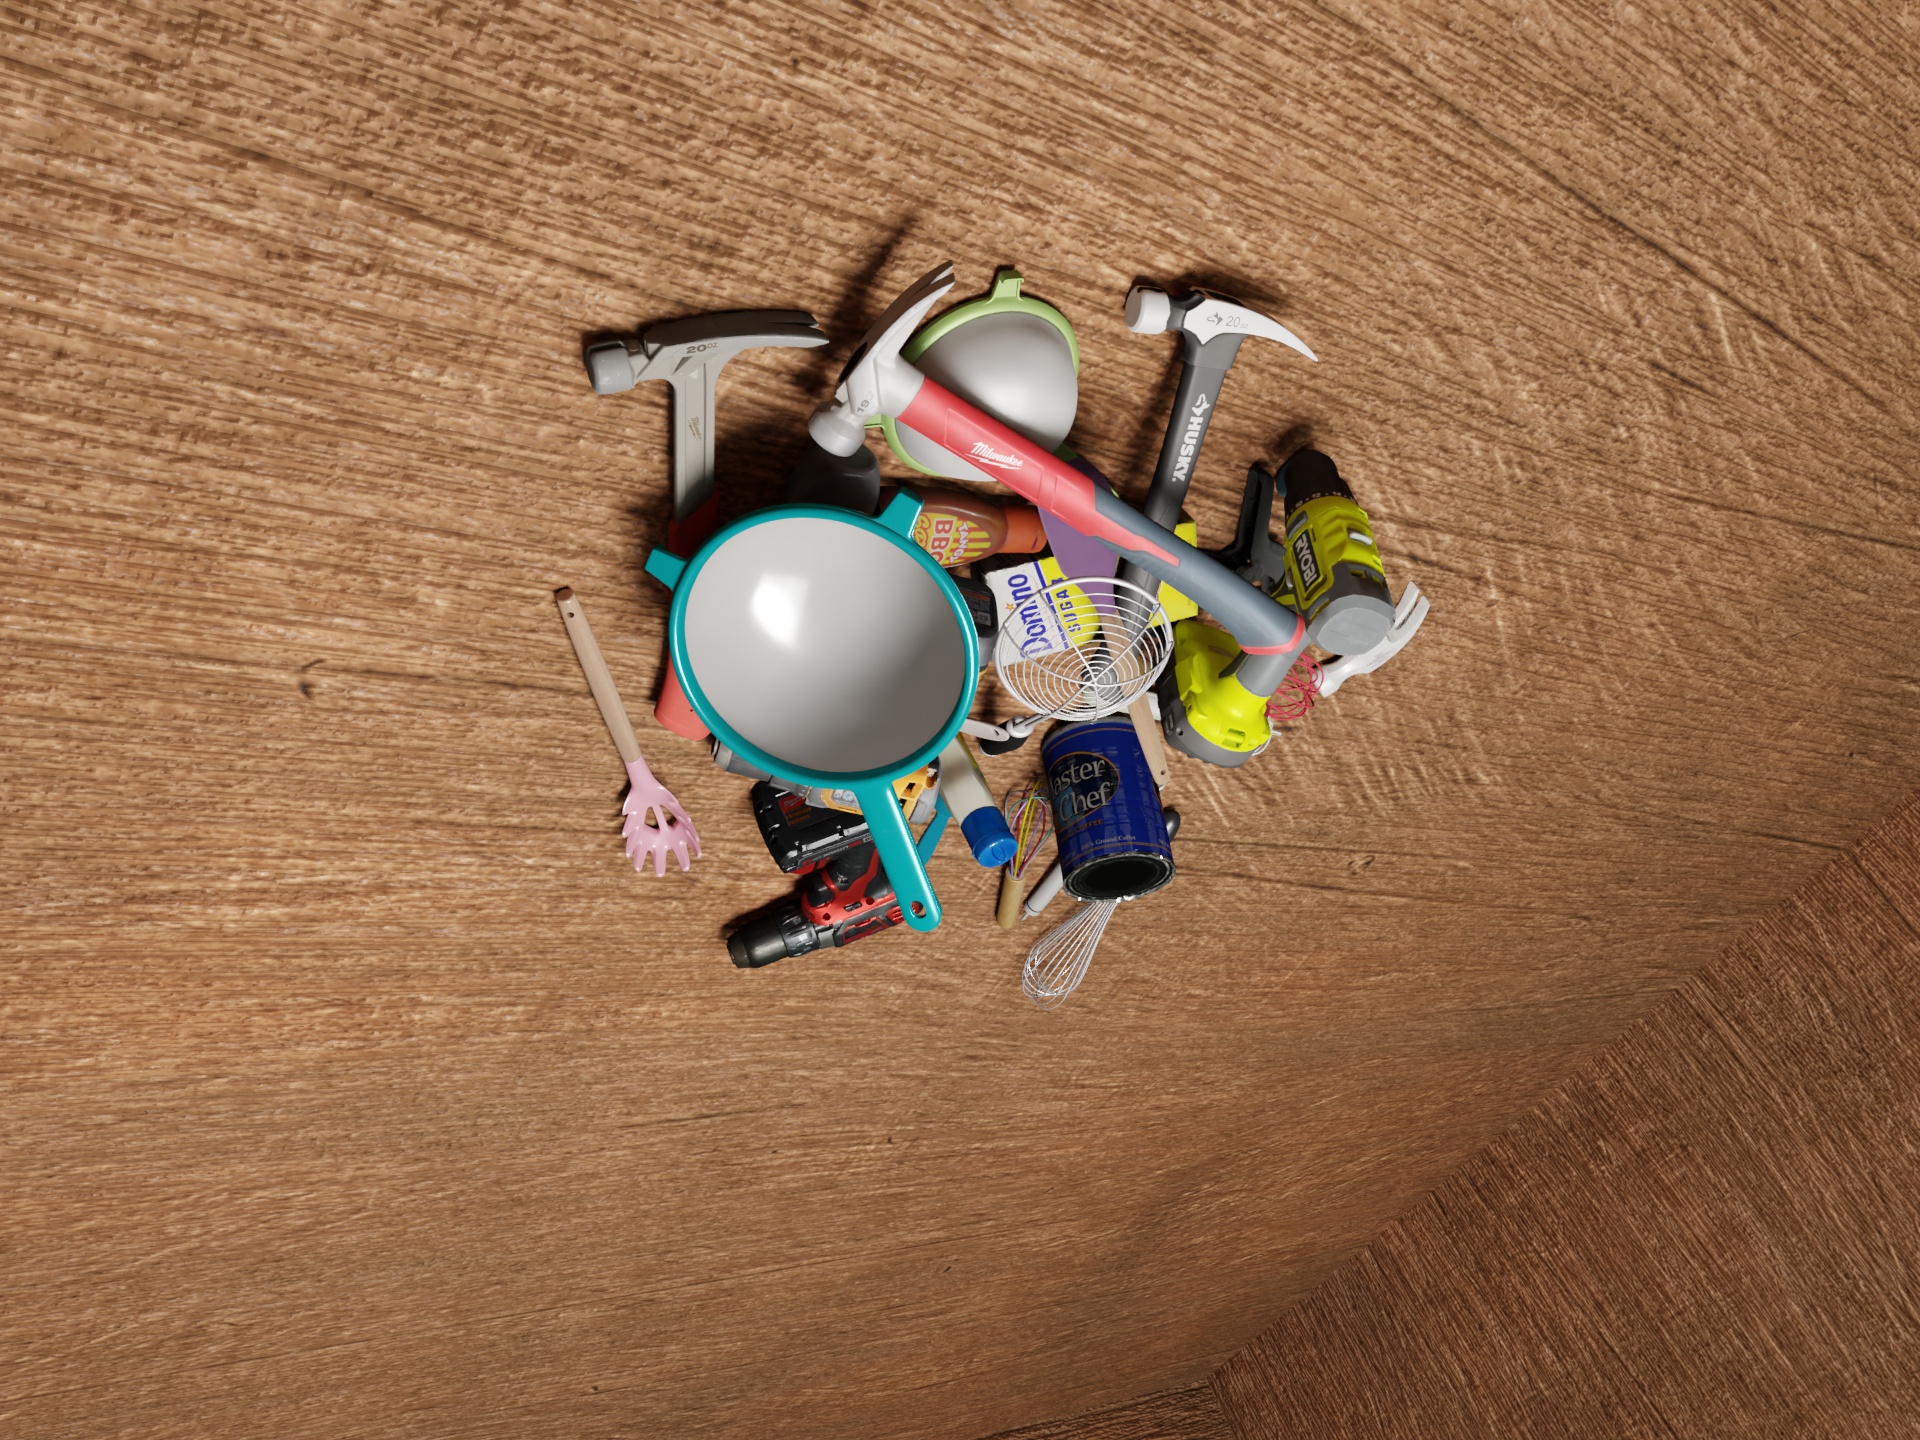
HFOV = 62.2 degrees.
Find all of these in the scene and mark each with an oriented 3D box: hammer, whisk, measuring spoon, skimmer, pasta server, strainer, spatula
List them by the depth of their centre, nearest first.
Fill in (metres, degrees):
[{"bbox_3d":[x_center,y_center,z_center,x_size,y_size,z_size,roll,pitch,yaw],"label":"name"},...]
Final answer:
[{"bbox_3d":[0.096,-0.154,1.073,0.386,0.038,0.143,28,124,-25],"label":"hammer"},{"bbox_3d":[-0.176,-0.120,1.103,0.149,0.037,0.358,-13,141,-20],"label":"hammer"},{"bbox_3d":[-0.067,-0.011,1.117,0.211,0.095,0.340,-11,118,16],"label":"strainer"},{"bbox_3d":[0.055,-0.194,1.136,0.151,0.069,0.256,-40,141,16],"label":"strainer"},{"bbox_3d":[0.157,-0.158,1.201,0.146,0.035,0.334,2,123,-20],"label":"hammer"},{"bbox_3d":[-0.257,0.016,1.214,0.060,0.040,0.315,-12,142,-4],"label":"pasta server"},{"bbox_3d":[0.121,-0.066,1.219,0.060,0.018,0.315,-30,129,-10],"label":"spatula"},{"bbox_3d":[0.063,-0.031,1.254,0.127,0.090,0.363,4,172,-10],"label":"skimmer"},{"bbox_3d":[-0.002,-0.004,1.304,0.018,0.124,0.034,-49,131,-23],"label":"measuring spoon"},{"bbox_3d":[0.232,-0.062,1.432,0.295,0.073,0.073,21,122,-39],"label":"whisk"},{"bbox_3d":[0.342,-0.134,1.433,0.128,0.033,0.330,-33,144,7],"label":"hammer"},{"bbox_3d":[0.209,-0.008,1.490,0.246,0.059,0.058,11,88,-36],"label":"whisk"},{"bbox_3d":[-0.019,0.107,1.496,0.042,0.021,0.128,-1,135,-32],"label":"measuring spoon"},{"bbox_3d":[0.060,0.137,1.574,0.051,0.047,0.244,-6,144,-10],"label":"whisk"},{"bbox_3d":[0.120,0.129,1.602,0.258,0.050,0.087,-56,180,40],"label":"strainer"},{"bbox_3d":[0.150,0.200,1.700,0.070,0.070,0.284,10,124,-41],"label":"whisk"}]

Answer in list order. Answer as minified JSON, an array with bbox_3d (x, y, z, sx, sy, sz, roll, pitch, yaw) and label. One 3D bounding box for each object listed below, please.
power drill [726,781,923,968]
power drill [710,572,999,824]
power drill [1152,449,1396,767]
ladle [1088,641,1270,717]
[{"bbox_3d":[-0.130,0.138,1.419,0.188,0.080,0.226,-20,146,-11],"label":"power drill"},{"bbox_3d":[-0.083,-0.018,1.236,0.185,0.084,0.226,13,131,-14],"label":"power drill"},{"bbox_3d":[0.246,-0.088,1.268,0.080,0.191,0.228,16,136,-21],"label":"power drill"},{"bbox_3d":[0.163,-0.045,1.385,0.315,0.031,0.069,28,138,-36],"label":"ladle"}]
